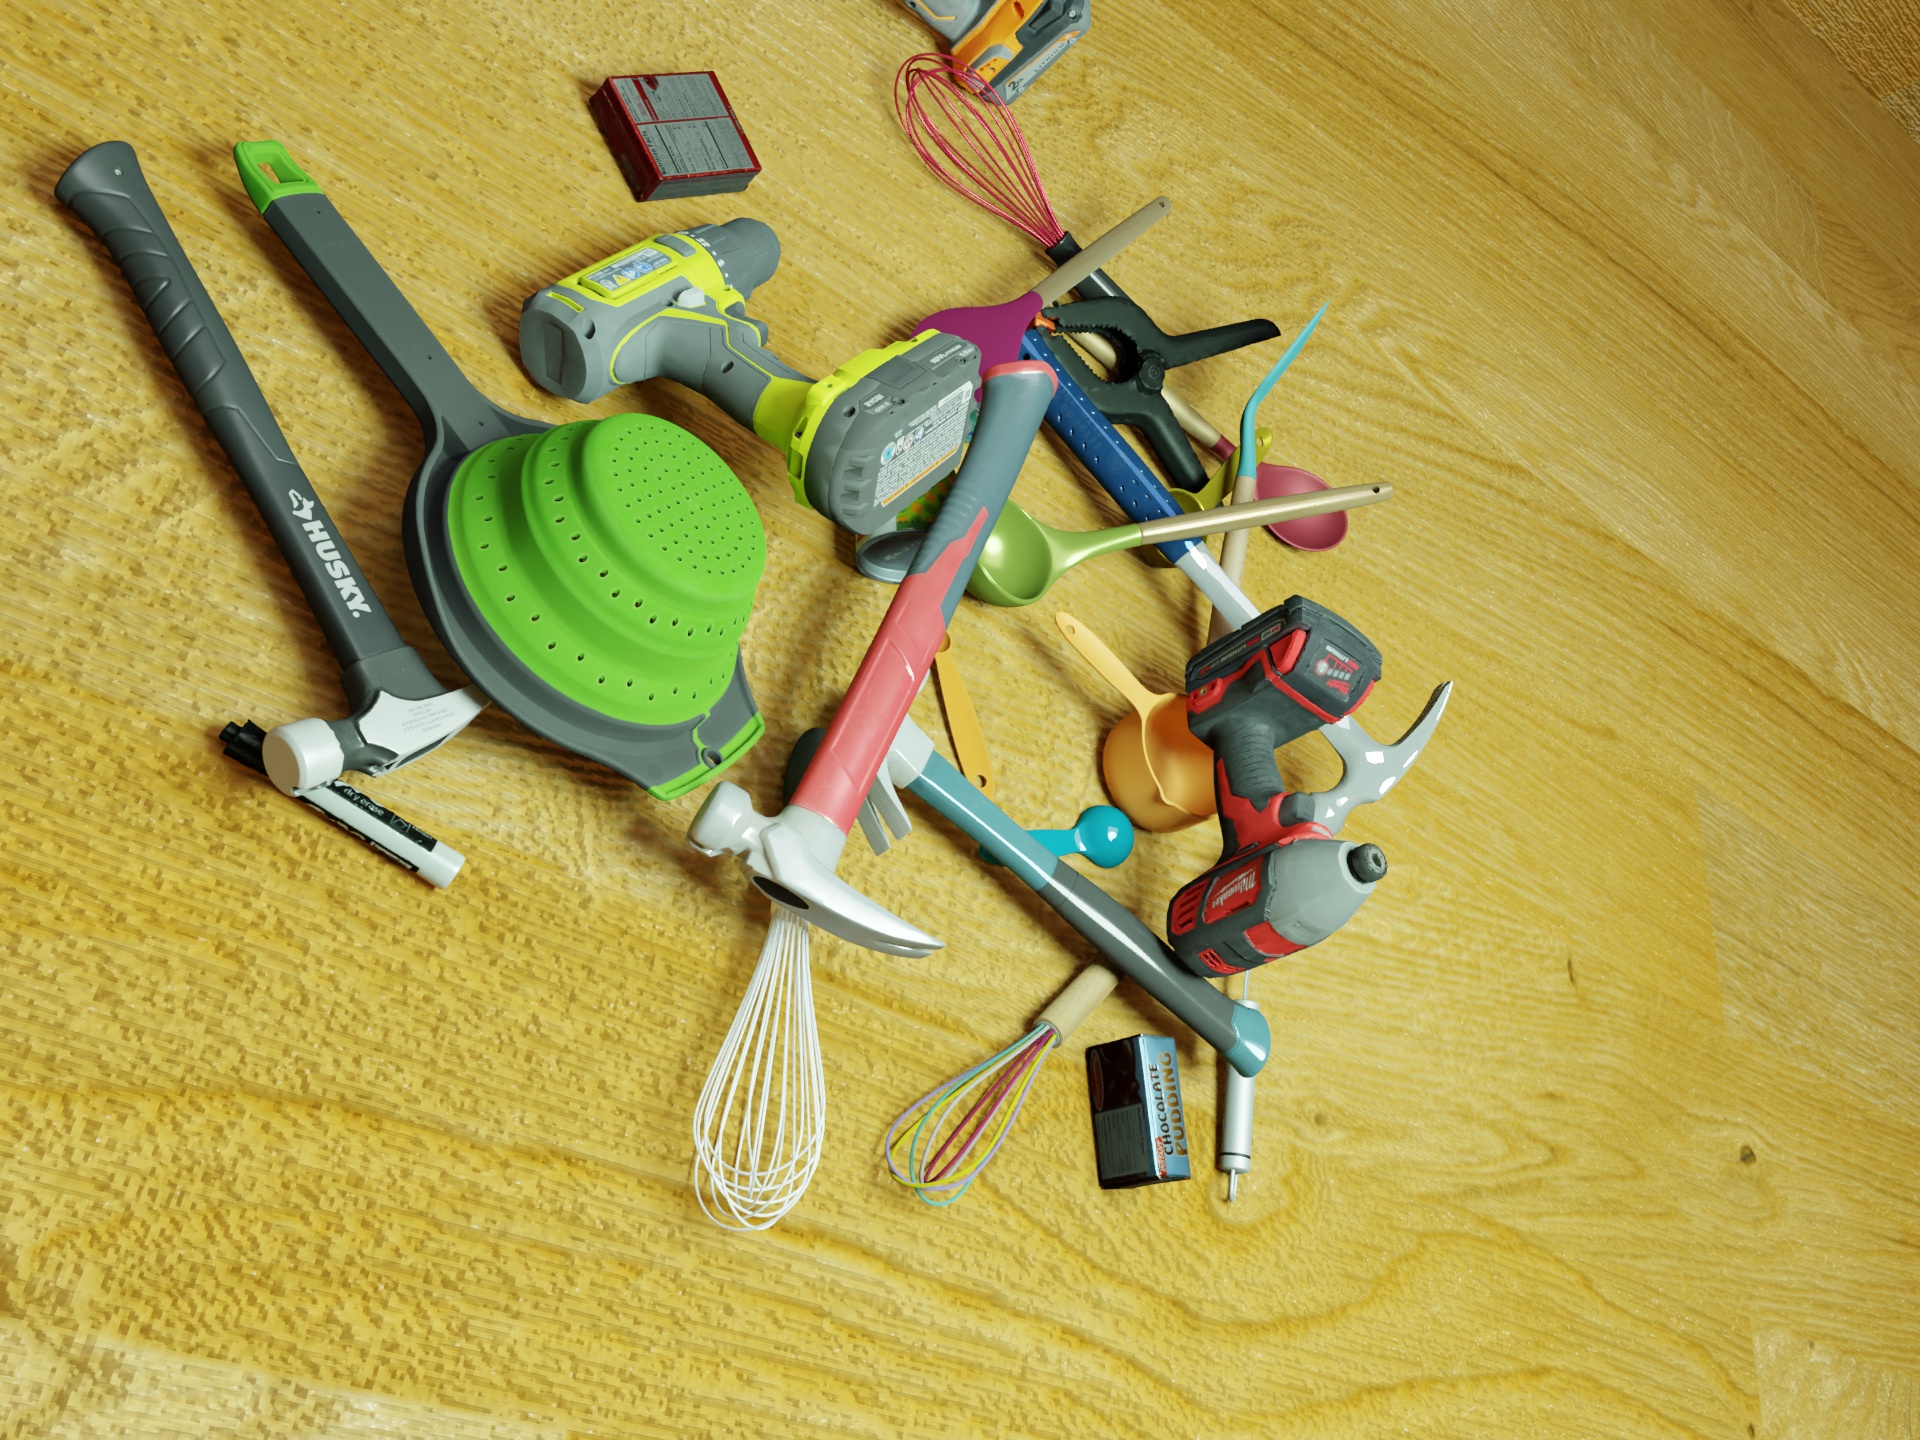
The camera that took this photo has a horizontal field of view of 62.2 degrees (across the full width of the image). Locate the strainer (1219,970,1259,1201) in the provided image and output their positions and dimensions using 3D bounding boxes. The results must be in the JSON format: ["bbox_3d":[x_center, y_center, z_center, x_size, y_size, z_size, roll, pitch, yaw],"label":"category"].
[{"bbox_3d":[0.182,0.179,1.031,0.086,0.050,0.259,67,29,-62],"label":"strainer"}]

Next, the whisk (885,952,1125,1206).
[{"bbox_3d":[0.042,0.193,0.910,0.051,0.047,0.245,56,44,-2],"label":"whisk"}]

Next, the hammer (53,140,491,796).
[{"bbox_3d":[-0.331,-0.130,0.759,0.146,0.035,0.335,-26,84,-51],"label":"hammer"}]

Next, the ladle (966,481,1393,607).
[{"bbox_3d":[0.146,-0.132,1.052,0.320,0.062,0.078,-11,76,-12],"label":"ladle"}]

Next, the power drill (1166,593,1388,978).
[{"bbox_3d":[0.196,0.040,0.964,0.078,0.143,0.220,30,49,-25],"label":"power drill"}]

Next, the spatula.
[{"bbox_3d":[0.213,-0.148,1.148,0.044,0.082,0.317,11,81,0],"label":"spatula"}]

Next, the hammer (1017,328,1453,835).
[{"bbox_3d":[0.170,-0.112,1.106,0.144,0.035,0.405,-40,86,1],"label":"hammer"}]

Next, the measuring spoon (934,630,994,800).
[{"bbox_3d":[-0.002,-0.003,0.990,0.021,0.011,0.117,-13,81,-27],"label":"measuring spoon"}]

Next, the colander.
[{"bbox_3d":[-0.216,-0.151,0.799,0.397,0.094,0.204,53,32,-3],"label":"colander"}]

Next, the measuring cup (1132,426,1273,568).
[{"bbox_3d":[0.181,-0.169,1.177,0.156,0.029,0.062,-46,110,-28],"label":"measuring cup"}]

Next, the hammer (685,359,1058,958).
[{"bbox_3d":[-0.008,-0.056,0.900,0.143,0.038,0.386,32,59,-12],"label":"hammer"}]

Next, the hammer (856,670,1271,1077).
[{"bbox_3d":[0.061,0.099,0.947,0.331,0.033,0.128,41,40,-12],"label":"hammer"}]

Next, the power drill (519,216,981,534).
[{"bbox_3d":[-0.106,-0.211,0.904,0.229,0.080,0.190,30,46,17],"label":"power drill"}]

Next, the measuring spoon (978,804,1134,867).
[{"bbox_3d":[0.065,0.074,0.996,0.128,0.021,0.042,-3,72,-41],"label":"measuring spoon"}]

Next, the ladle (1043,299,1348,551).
[{"bbox_3d":[0.178,-0.231,1.229,0.315,0.031,0.069,35,65,-19],"label":"ladle"}]

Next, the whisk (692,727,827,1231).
[{"bbox_3d":[-0.093,0.123,0.830,0.070,0.070,0.285,26,51,-28],"label":"whisk"}]

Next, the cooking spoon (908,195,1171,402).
[{"bbox_3d":[0.066,-0.307,1.123,0.069,0.017,0.319,47,53,-3],"label":"cooking spoon"}]

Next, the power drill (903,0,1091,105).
[{"bbox_3d":[-0.014,-0.553,1.135,0.226,0.164,0.084,18,59,-34],"label":"power drill"}]

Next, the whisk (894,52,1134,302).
[{"bbox_3d":[0.059,-0.370,1.180,0.295,0.073,0.073,45,49,-20],"label":"whisk"}]

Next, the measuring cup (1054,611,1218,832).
[{"bbox_3d":[0.108,0.001,1.048,0.173,0.052,0.095,46,48,-10],"label":"measuring cup"}]
